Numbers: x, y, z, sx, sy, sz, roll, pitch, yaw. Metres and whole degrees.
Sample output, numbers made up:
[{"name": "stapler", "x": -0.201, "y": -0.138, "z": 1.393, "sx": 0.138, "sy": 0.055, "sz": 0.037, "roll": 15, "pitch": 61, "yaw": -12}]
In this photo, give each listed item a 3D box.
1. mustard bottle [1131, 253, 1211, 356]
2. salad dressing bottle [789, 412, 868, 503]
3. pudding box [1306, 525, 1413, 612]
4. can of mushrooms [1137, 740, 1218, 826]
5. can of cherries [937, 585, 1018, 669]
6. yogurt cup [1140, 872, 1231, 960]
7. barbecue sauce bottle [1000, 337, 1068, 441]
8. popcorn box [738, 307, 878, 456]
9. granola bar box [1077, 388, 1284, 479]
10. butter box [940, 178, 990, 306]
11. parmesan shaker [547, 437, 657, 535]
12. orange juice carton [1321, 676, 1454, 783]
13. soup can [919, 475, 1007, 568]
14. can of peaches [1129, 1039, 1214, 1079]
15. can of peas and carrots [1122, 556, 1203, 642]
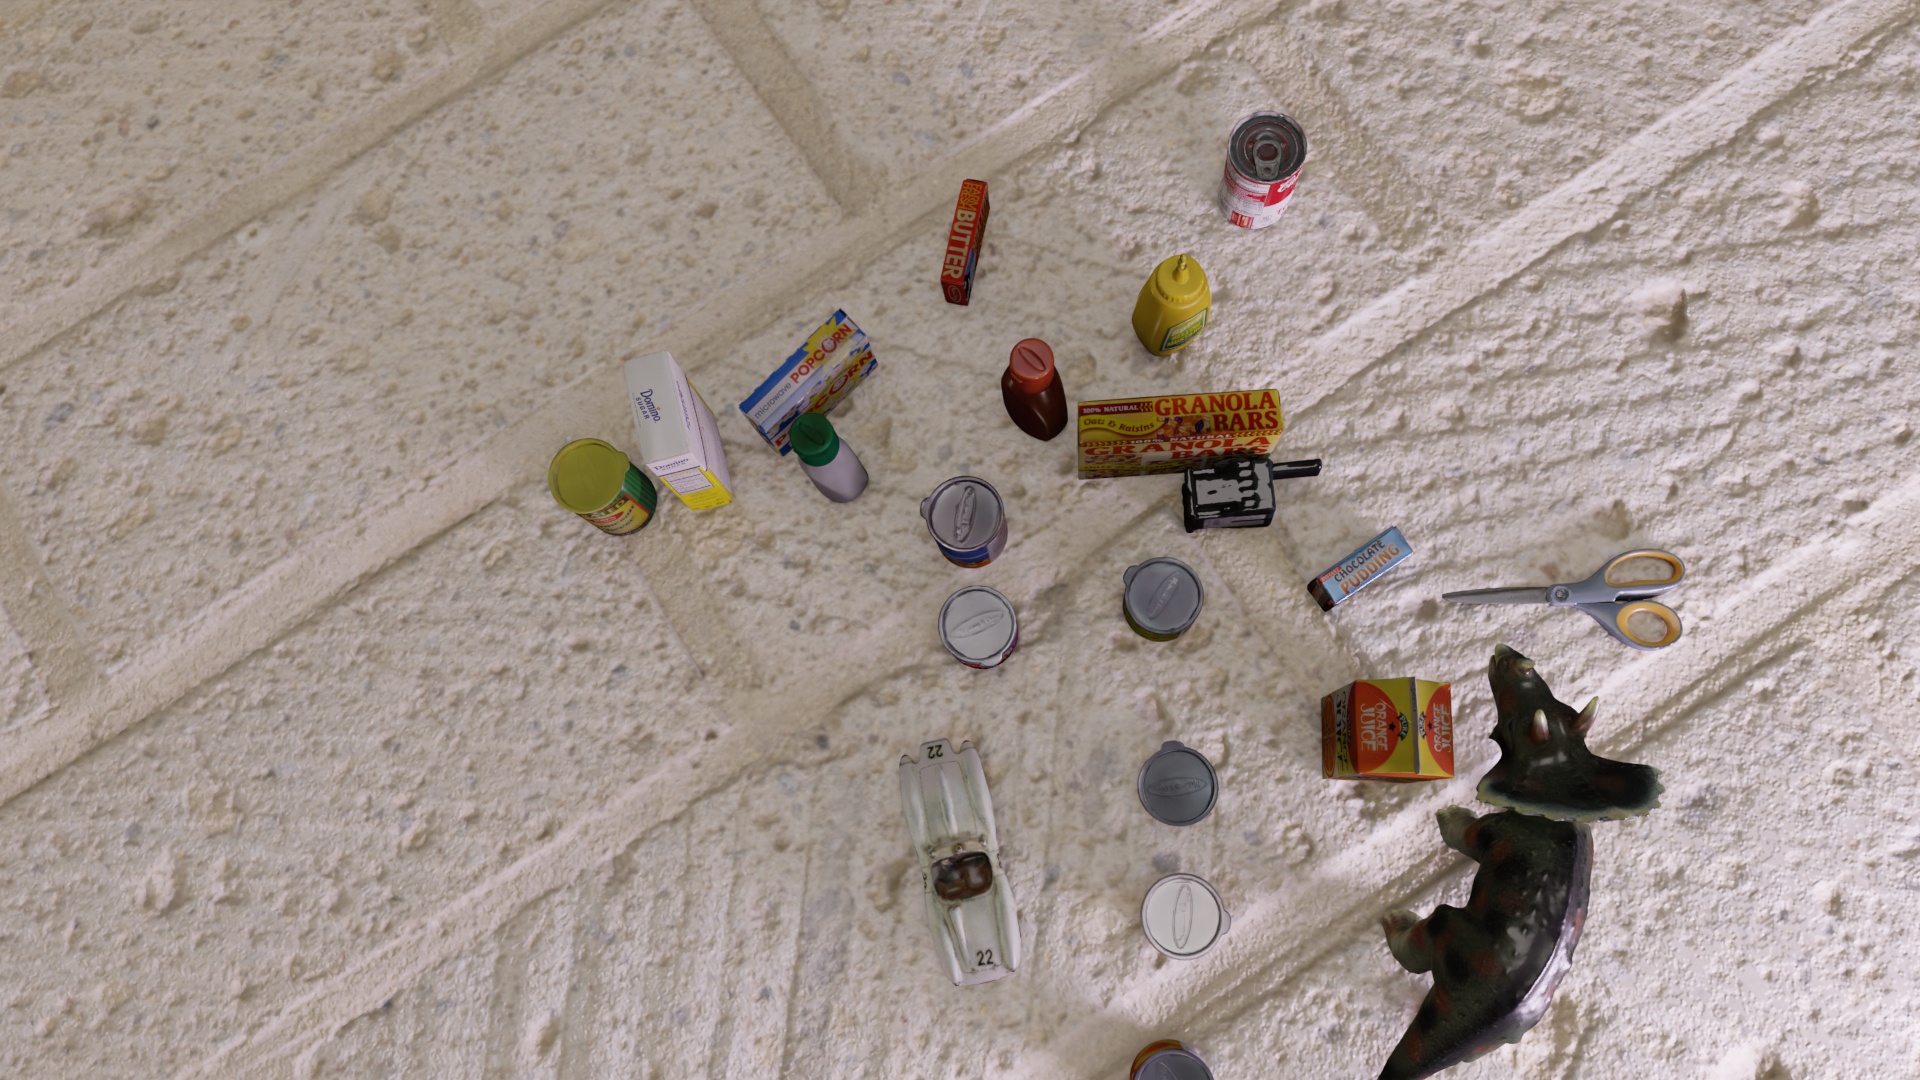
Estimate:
[{"name": "mustard bottle", "x": 0.184, "y": -0.207, "z": 1.193, "sx": 0.065, "sy": 0.160, "sz": 0.049, "roll": -30, "pitch": 78, "yaw": -2}, {"name": "salad dressing bottle", "x": -0.115, "y": -0.071, "z": 1.193, "sx": 0.064, "sy": 0.147, "sz": 0.044, "roll": 39, "pitch": 84, "yaw": 11}, {"name": "pudding box", "x": 0.341, "y": 0.024, "z": 1.188, "sx": 0.084, "sy": 0.049, "sz": 0.030, "roll": -33, "pitch": 78, "yaw": -3}, {"name": "can of mushrooms", "x": 0.182, "y": 0.205, "z": 1.169, "sx": 0.071, "sy": 0.033, "sz": 0.071, "roll": -1, "pitch": 78, "yaw": 4}, {"name": "can of cherries", "x": 0.017, "y": 0.078, "z": 1.196, "sx": 0.071, "sy": 0.058, "sz": 0.071, "roll": -1, "pitch": 78, "yaw": 4}, {"name": "yogurt cup", "x": 0.180, "y": 0.306, "z": 1.137, "sx": 0.072, "sy": 0.054, "sz": 0.072, "roll": -1, "pitch": 78, "yaw": 4}, {"name": "barbecue sauce bottle", "x": 0.063, "y": -0.132, "z": 1.192, "sx": 0.044, "sy": 0.148, "sz": 0.065, "roll": -44, "pitch": 79, "yaw": -5}, {"name": "popcorn box", "x": -0.134, "y": -0.139, "z": 1.241, "sx": 0.038, "sy": 0.085, "sz": 0.127, "roll": 44, "pitch": 84, "yaw": 11}, {"name": "granola bar box", "x": 0.182, "y": -0.090, "z": 1.186, "sx": 0.166, "sy": 0.124, "sz": 0.039, "roll": -4, "pitch": 78, "yaw": 4}, {"name": "butter box", "x": 0.005, "y": -0.274, "z": 1.276, "sx": 0.024, "sy": 0.053, "sz": 0.103, "roll": 11, "pitch": 79, "yaw": 7}, {"name": "parmesan shaker", "x": -0.310, "y": -0.046, "z": 1.225, "sx": 0.071, "sy": 0.103, "sz": 0.071, "roll": -1, "pitch": 78, "yaw": 4}, {"name": "orange juice carton", "x": 0.335, "y": 0.151, "z": 1.088, "sx": 0.073, "sy": 0.192, "sz": 0.072, "roll": 1, "pitch": 79, "yaw": 5}, {"name": "soup can", "x": 0.004, "y": -0.015, "z": 1.204, "sx": 0.071, "sy": 0.083, "sz": 0.071, "roll": -1, "pitch": 78, "yaw": 4}, {"name": "can of peaches", "x": 0.166, "y": 0.437, "z": 1.107, "sx": 0.071, "sy": 0.058, "sz": 0.071, "roll": -1, "pitch": 78, "yaw": 4}, {"name": "can of peas and carrots", "x": 0.170, "y": 0.050, "z": 1.190, "sx": 0.071, "sy": 0.058, "sz": 0.071, "roll": -1, "pitch": 78, "yaw": 4}]
